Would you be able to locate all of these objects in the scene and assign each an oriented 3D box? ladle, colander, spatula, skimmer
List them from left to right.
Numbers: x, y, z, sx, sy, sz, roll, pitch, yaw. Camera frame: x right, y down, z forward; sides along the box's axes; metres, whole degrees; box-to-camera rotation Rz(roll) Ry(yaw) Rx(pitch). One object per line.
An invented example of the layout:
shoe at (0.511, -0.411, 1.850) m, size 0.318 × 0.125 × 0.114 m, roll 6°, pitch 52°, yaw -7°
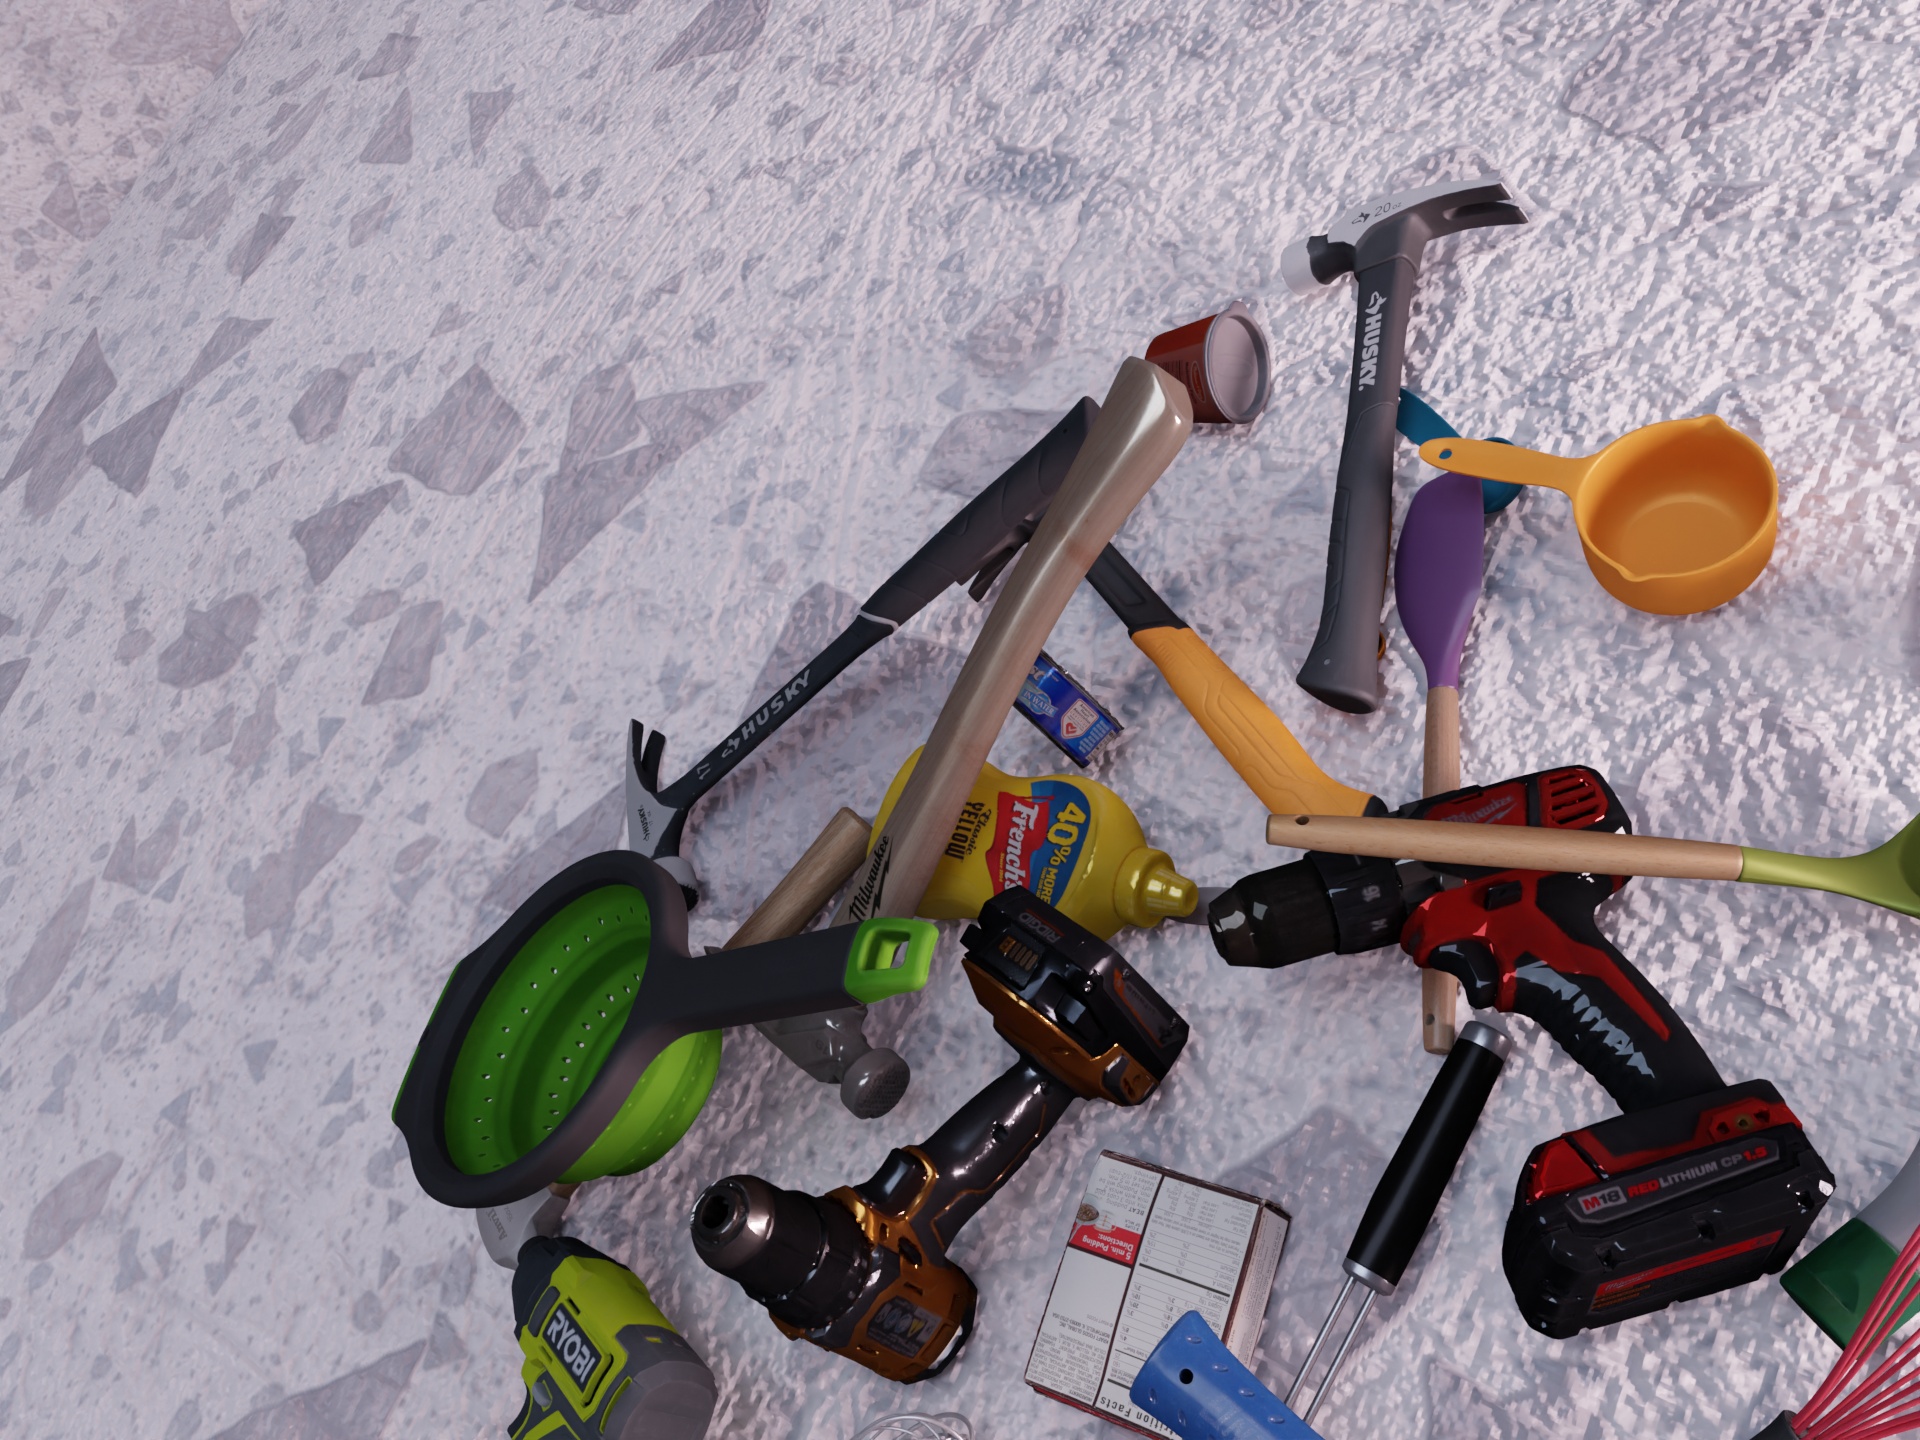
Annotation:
colander at (-0.138, 0.162, 0.814) m, size 0.397 × 0.094 × 0.205 m, roll -17°, pitch 45°, yaw 40°
skimmer at (0.145, 0.281, 0.635) m, size 0.127 × 0.090 × 0.363 m, roll 31°, pitch 76°, yaw 4°
spatula at (0.237, 0.010, 0.789) m, size 0.060 × 0.018 × 0.316 m, roll -28°, pitch 47°, yaw 51°
ladle at (0.286, 0.046, 0.637) m, size 0.320 × 0.062 × 0.078 m, roll 4°, pitch 38°, yaw 8°

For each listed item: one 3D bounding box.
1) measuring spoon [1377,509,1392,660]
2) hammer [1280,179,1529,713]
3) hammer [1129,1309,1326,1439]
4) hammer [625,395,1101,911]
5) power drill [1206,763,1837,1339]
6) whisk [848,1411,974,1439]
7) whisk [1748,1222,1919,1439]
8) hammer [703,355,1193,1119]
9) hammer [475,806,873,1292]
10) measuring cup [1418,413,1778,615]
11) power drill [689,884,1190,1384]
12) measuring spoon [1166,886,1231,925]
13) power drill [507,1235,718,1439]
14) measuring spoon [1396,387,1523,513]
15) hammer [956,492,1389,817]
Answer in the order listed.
measuring spoon at (0.225, -0.079, 0.863) m, size 0.021 × 0.011 × 0.117 m, roll -15°, pitch 51°, yaw 38°
hammer at (0.229, -0.155, 0.871) m, size 0.146 × 0.035 × 0.335 m, roll -13°, pitch 55°, yaw 42°
hammer at (0.222, 0.351, 0.524) m, size 0.406 × 0.035 × 0.144 m, roll 34°, pitch 85°, yaw 29°
hammer at (-0.066, -0.052, 0.986) m, size 0.409 × 0.036 × 0.149 m, roll -41°, pitch 45°, yaw 16°
power drill at (0.221, 0.128, 0.660) m, size 0.188 × 0.080 × 0.227 m, roll -16°, pitch 50°, yaw -1°
whisk at (-0.091, 0.393, 0.753) m, size 0.246 × 0.057 × 0.059 m, roll -35°, pitch 14°, yaw 16°
whisk at (0.307, 0.236, 0.547) m, size 0.295 × 0.073 × 0.073 m, roll -51°, pitch 45°, yaw 20°
hammer at (-0.001, -0.003, 0.841) m, size 0.146 × 0.038 × 0.410 m, roll 33°, pitch 100°, yaw 37°
hammer at (-0.166, 0.184, 0.942) m, size 0.331 × 0.031 × 0.130 m, roll -49°, pitch 48°, yaw -3°
measuring cup at (0.312, -0.106, 0.786) m, size 0.174 × 0.052 × 0.095 m, roll 21°, pitch 75°, yaw 38°
power drill at (-0.010, 0.189, 0.735) m, size 0.084 × 0.185 × 0.226 m, roll 31°, pitch 78°, yaw 43°
measuring spoon at (0.155, 0.097, 0.798) m, size 0.124 × 0.018 × 0.034 m, roll -2°, pitch 62°, yaw 40°
power drill at (-0.225, 0.384, 0.803) m, size 0.171 × 0.080 × 0.223 m, roll 21°, pitch 80°, yaw 52°
measuring spoon at (0.270, -0.152, 0.875) m, size 0.042 × 0.021 × 0.129 m, roll -56°, pitch 35°, yaw 21°
hammer at (0.117, -0.029, 0.885) m, size 0.127 × 0.034 × 0.337 m, roll -40°, pitch 48°, yaw 5°
